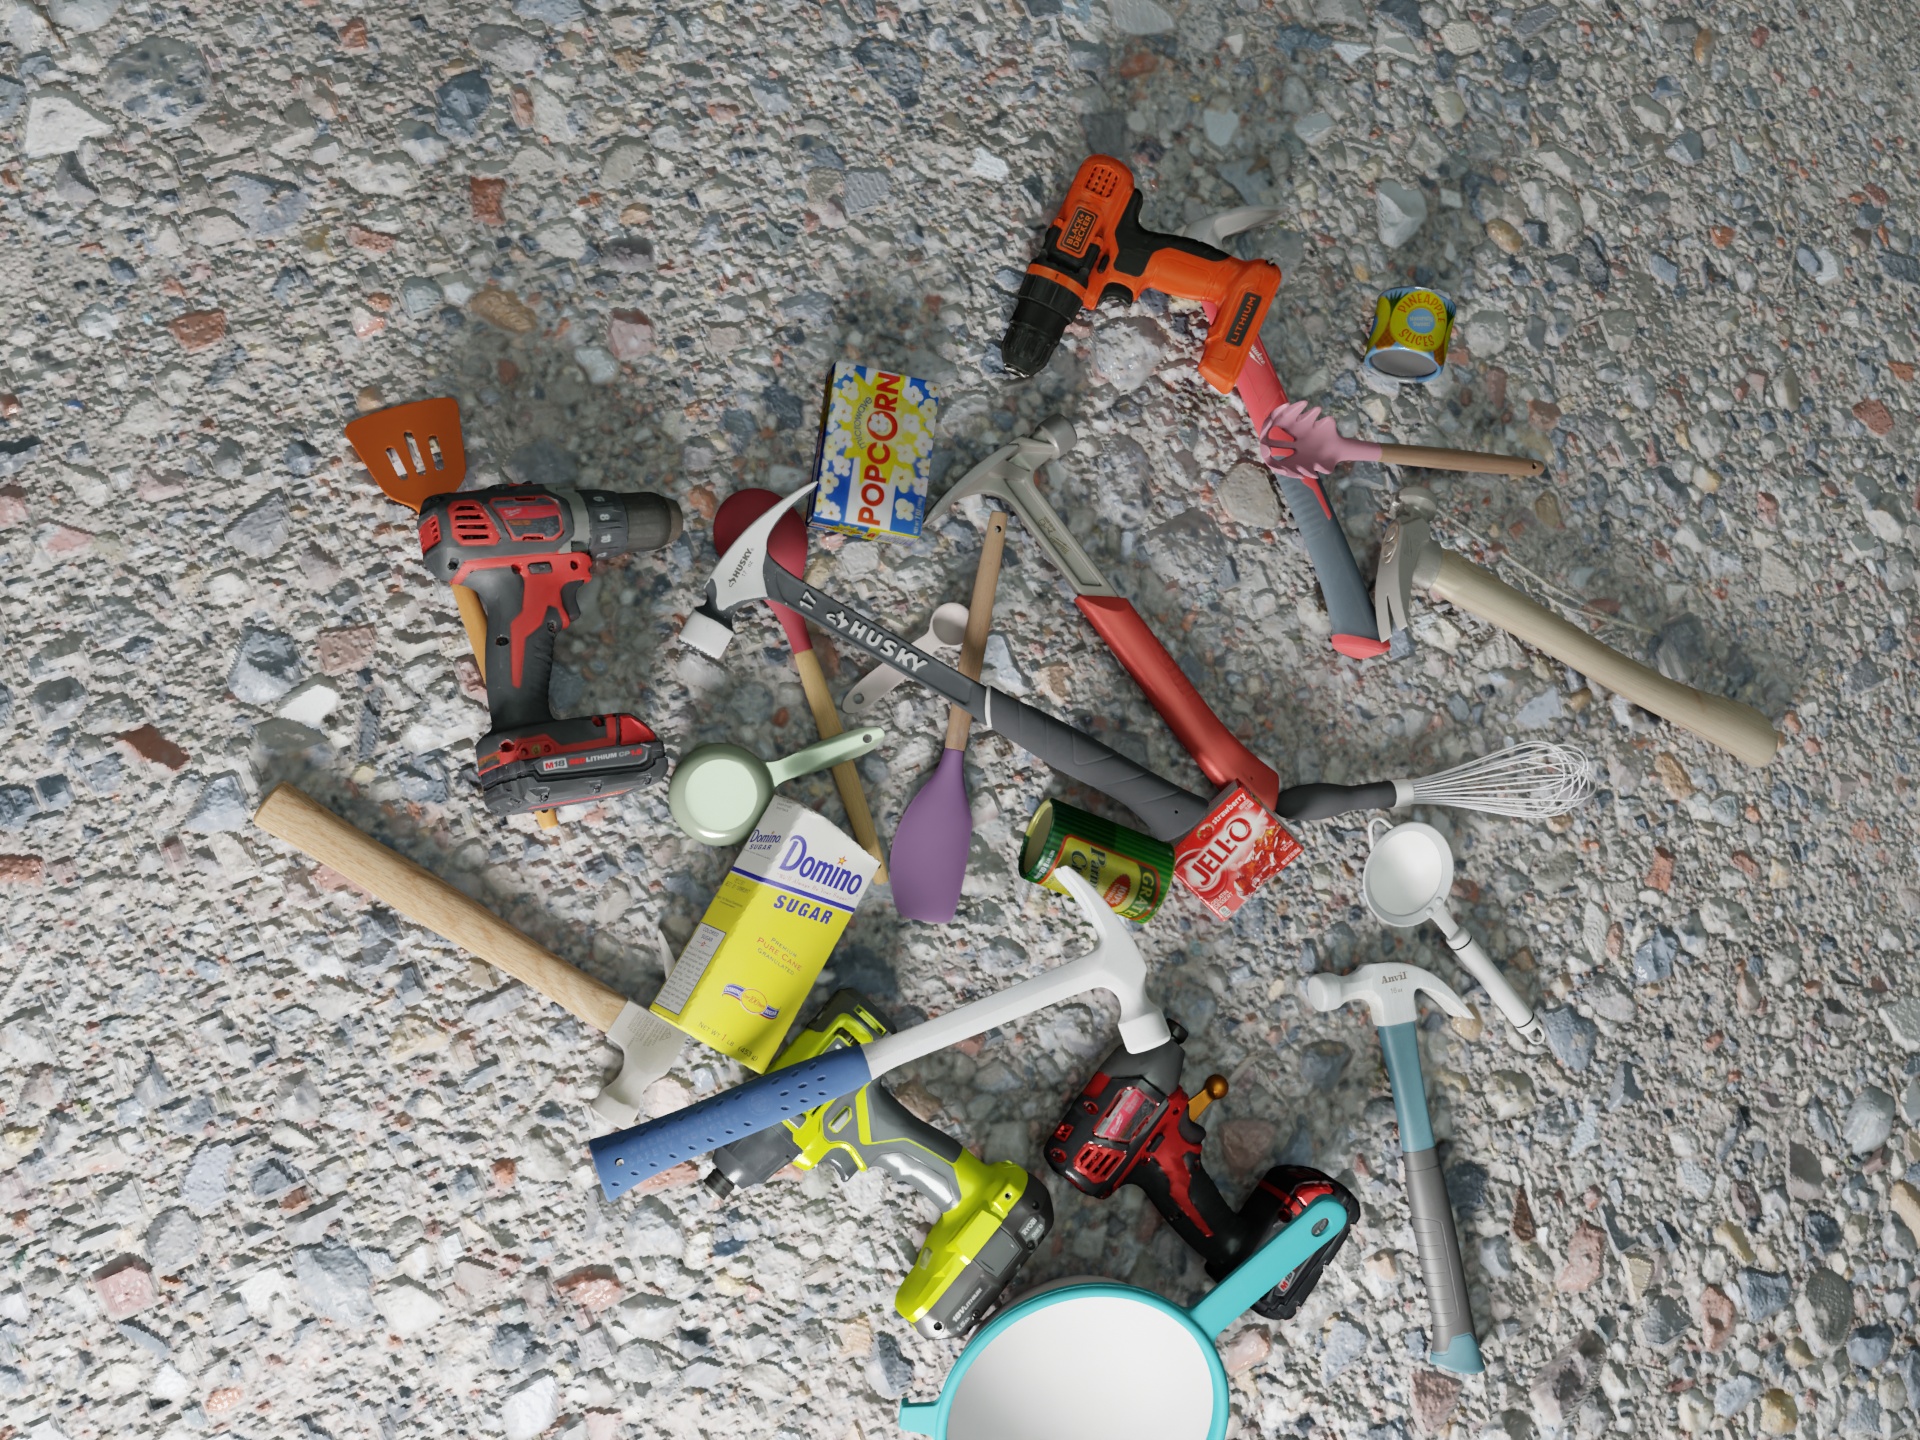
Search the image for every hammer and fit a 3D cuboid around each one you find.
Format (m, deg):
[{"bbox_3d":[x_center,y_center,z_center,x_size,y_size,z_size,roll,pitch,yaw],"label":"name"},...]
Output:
[{"bbox_3d":[0.006,-0.025,1.179,0.409,0.036,0.149,29,87,-9],"label":"hammer"},{"bbox_3d":[0.126,-0.061,1.255,0.149,0.037,0.359,-38,94,-16],"label":"hammer"},{"bbox_3d":[-0.334,0.143,1.106,0.331,0.031,0.130,34,76,-9],"label":"hammer"},{"bbox_3d":[0.369,0.357,1.275,0.128,0.033,0.331,-9,86,-15],"label":"hammer"},{"bbox_3d":[-0.058,0.228,1.106,0.405,0.035,0.144,-19,82,-15],"label":"hammer"},{"bbox_3d":[0.279,-0.237,1.318,0.143,0.038,0.386,-23,90,-18],"label":"hammer"},{"bbox_3d":[0.528,-0.050,1.350,0.410,0.038,0.146,26,58,-14],"label":"hammer"}]

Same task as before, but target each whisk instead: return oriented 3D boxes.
[{"bbox_3d":[0.391,0.057,1.307,0.284,0.070,0.070,-5,85,-12],"label":"whisk"}]

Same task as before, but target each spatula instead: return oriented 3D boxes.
[{"bbox_3d":[-0.002,-0.004,1.205,0.059,0.018,0.316,12,89,-11],"label":"spatula"},{"bbox_3d":[-0.347,-0.075,1.134,0.081,0.041,0.322,-20,93,-17],"label":"spatula"}]

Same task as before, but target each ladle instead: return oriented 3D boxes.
[{"bbox_3d":[-0.111,-0.027,1.192,0.069,0.031,0.315,-19,91,-12],"label":"ladle"}]

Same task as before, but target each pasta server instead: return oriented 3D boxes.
[{"bbox_3d":[0.369,-0.220,1.313,0.316,0.040,0.060,0,93,-27],"label":"pasta server"}]

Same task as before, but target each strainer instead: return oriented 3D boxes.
[{"bbox_3d":[0.401,0.173,1.303,0.087,0.050,0.258,-43,101,-10],"label":"strainer"},{"bbox_3d":[0.128,0.439,1.143,0.340,0.095,0.211,-39,105,-2],"label":"strainer"}]

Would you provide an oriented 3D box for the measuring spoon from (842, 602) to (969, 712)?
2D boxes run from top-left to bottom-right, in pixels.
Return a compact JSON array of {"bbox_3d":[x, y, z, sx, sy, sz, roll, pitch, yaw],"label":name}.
[{"bbox_3d":[-0.042,-0.046,1.221,0.124,0.018,0.034,-39,94,-9],"label":"measuring spoon"}]

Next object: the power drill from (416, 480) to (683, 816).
[{"bbox_3d":[-0.268,-0.058,1.117,0.188,0.080,0.227,-9,85,-35],"label":"power drill"}]

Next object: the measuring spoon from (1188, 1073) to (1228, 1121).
[{"bbox_3d":[0.166,0.317,1.234,0.117,0.011,0.021,-39,95,-16],"label":"measuring spoon"}]

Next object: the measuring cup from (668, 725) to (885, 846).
[{"bbox_3d":[-0.132,0.038,1.158,0.167,0.038,0.083,-21,92,-7],"label":"measuring cup"}]

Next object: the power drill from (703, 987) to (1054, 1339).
[{"bbox_3d":[-0.059,0.327,1.140,0.223,0.080,0.171,43,74,-3],"label":"power drill"}]

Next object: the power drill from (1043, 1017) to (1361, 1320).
[{"bbox_3d":[0.183,0.334,1.198,0.219,0.078,0.143,39,79,-8],"label":"power drill"}]
